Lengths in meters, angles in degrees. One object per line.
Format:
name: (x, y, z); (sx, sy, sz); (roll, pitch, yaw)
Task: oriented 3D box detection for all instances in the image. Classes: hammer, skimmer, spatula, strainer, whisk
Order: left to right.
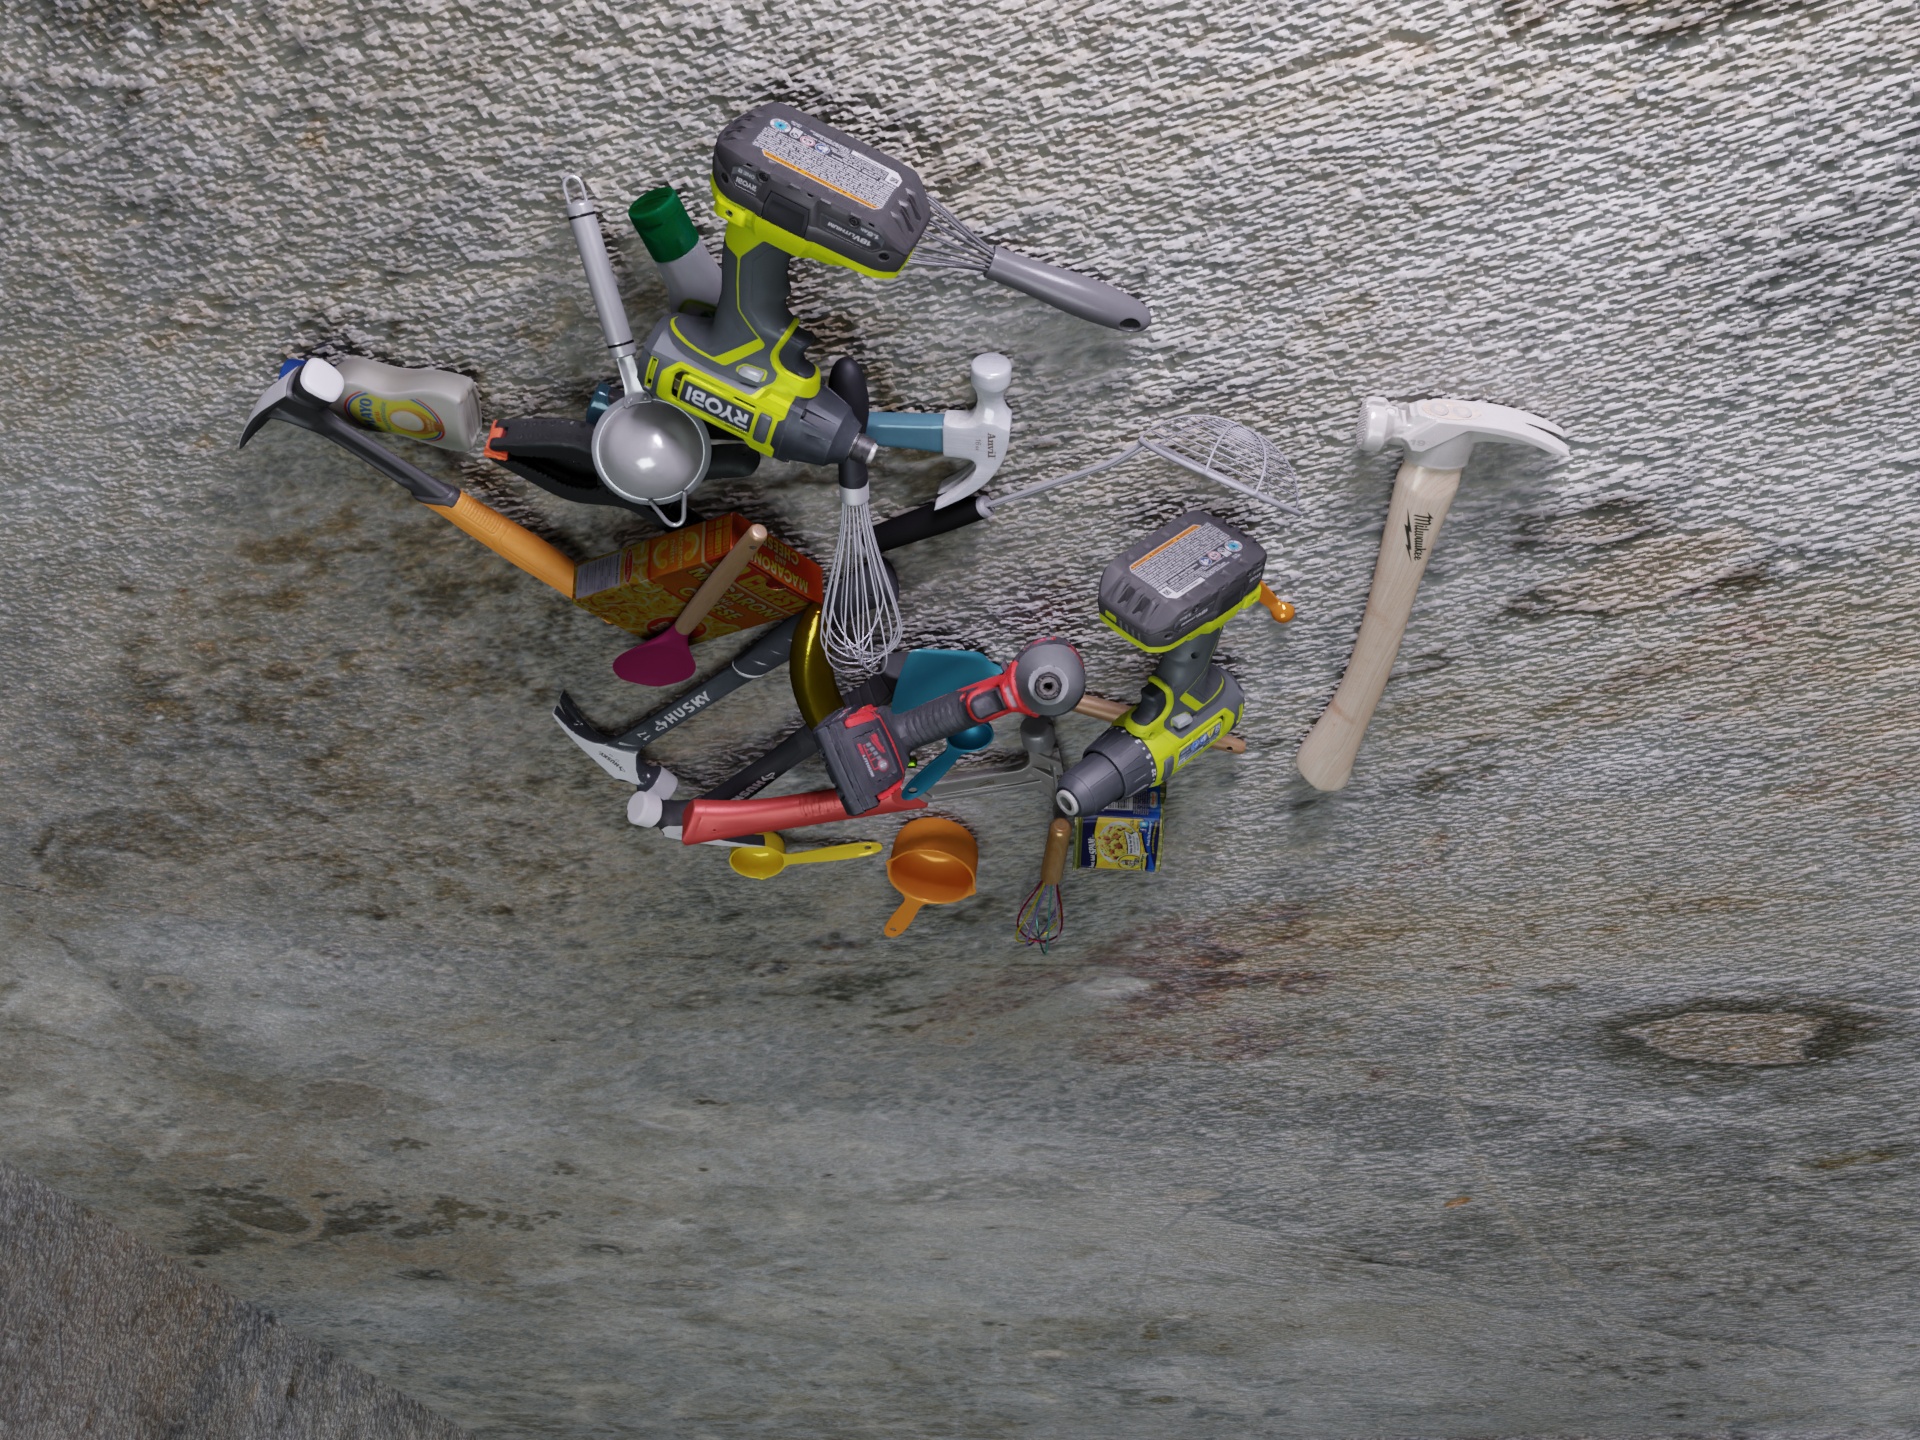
hammer: (-0.411, -0.169, 1.297); (0.127, 0.034, 0.336); (-16, 142, 41)
strainer: (-0.241, -0.257, 1.136); (0.087, 0.050, 0.258); (-15, 110, -3)
hammer: (-0.206, -0.044, 1.428); (0.409, 0.036, 0.149); (-29, 124, 35)
hammer: (-0.125, -0.227, 1.209); (0.331, 0.033, 0.128); (5, 137, 7)
hammer: (-0.152, 0.030, 1.479); (0.334, 0.035, 0.146); (-33, 144, 31)
whisk: (-0.079, -0.150, 1.220); (0.070, 0.070, 0.284); (5, 131, 6)
hammer: (-0.081, 0.079, 1.484); (0.359, 0.037, 0.149); (-9, 135, 2)
whisk: (0.023, -0.313, 1.077); (0.239, 0.055, 0.055); (18, 138, -14)
whisk: (0.084, 0.165, 1.563); (0.047, 0.051, 0.244); (3, 147, -1)
skimmer: (0.076, -0.151, 1.208); (0.363, 0.090, 0.127); (-14, 173, 29)
spatula: (0.100, -0.008, 1.398); (0.317, 0.044, 0.082); (14, 134, -6)
hammer: (0.349, -0.082, 1.271); (0.146, 0.038, 0.410); (7, 139, 2)

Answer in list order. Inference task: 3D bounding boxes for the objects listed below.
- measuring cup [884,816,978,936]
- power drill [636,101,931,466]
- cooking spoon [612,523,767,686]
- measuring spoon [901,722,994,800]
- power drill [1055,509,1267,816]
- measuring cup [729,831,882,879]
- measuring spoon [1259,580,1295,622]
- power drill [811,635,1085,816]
measuring cup: (-0.041, 0.159, 1.607); (0.095, 0.052, 0.173); (20, 139, -11)
power drill: (-0.110, -0.272, 1.050); (0.171, 0.080, 0.223); (26, 138, -4)
cooking spoon: (-0.217, -0.086, 1.293); (0.068, 0.017, 0.319); (13, 156, -24)
measuring spoon: (-0.017, 0.030, 1.412); (0.042, 0.021, 0.128); (21, 135, -27)
power drill: (0.156, -0.035, 1.257); (0.080, 0.190, 0.228); (39, 147, 30)
measuring cup: (-0.158, 0.129, 1.623); (0.156, 0.029, 0.062); (-6, 139, 1)
measuring spoon: (0.228, -0.112, 1.279); (0.116, 0.011, 0.021); (36, 133, -25)
power drill: (-0.002, -0.004, 1.290); (0.219, 0.143, 0.078); (-23, 96, 6)
